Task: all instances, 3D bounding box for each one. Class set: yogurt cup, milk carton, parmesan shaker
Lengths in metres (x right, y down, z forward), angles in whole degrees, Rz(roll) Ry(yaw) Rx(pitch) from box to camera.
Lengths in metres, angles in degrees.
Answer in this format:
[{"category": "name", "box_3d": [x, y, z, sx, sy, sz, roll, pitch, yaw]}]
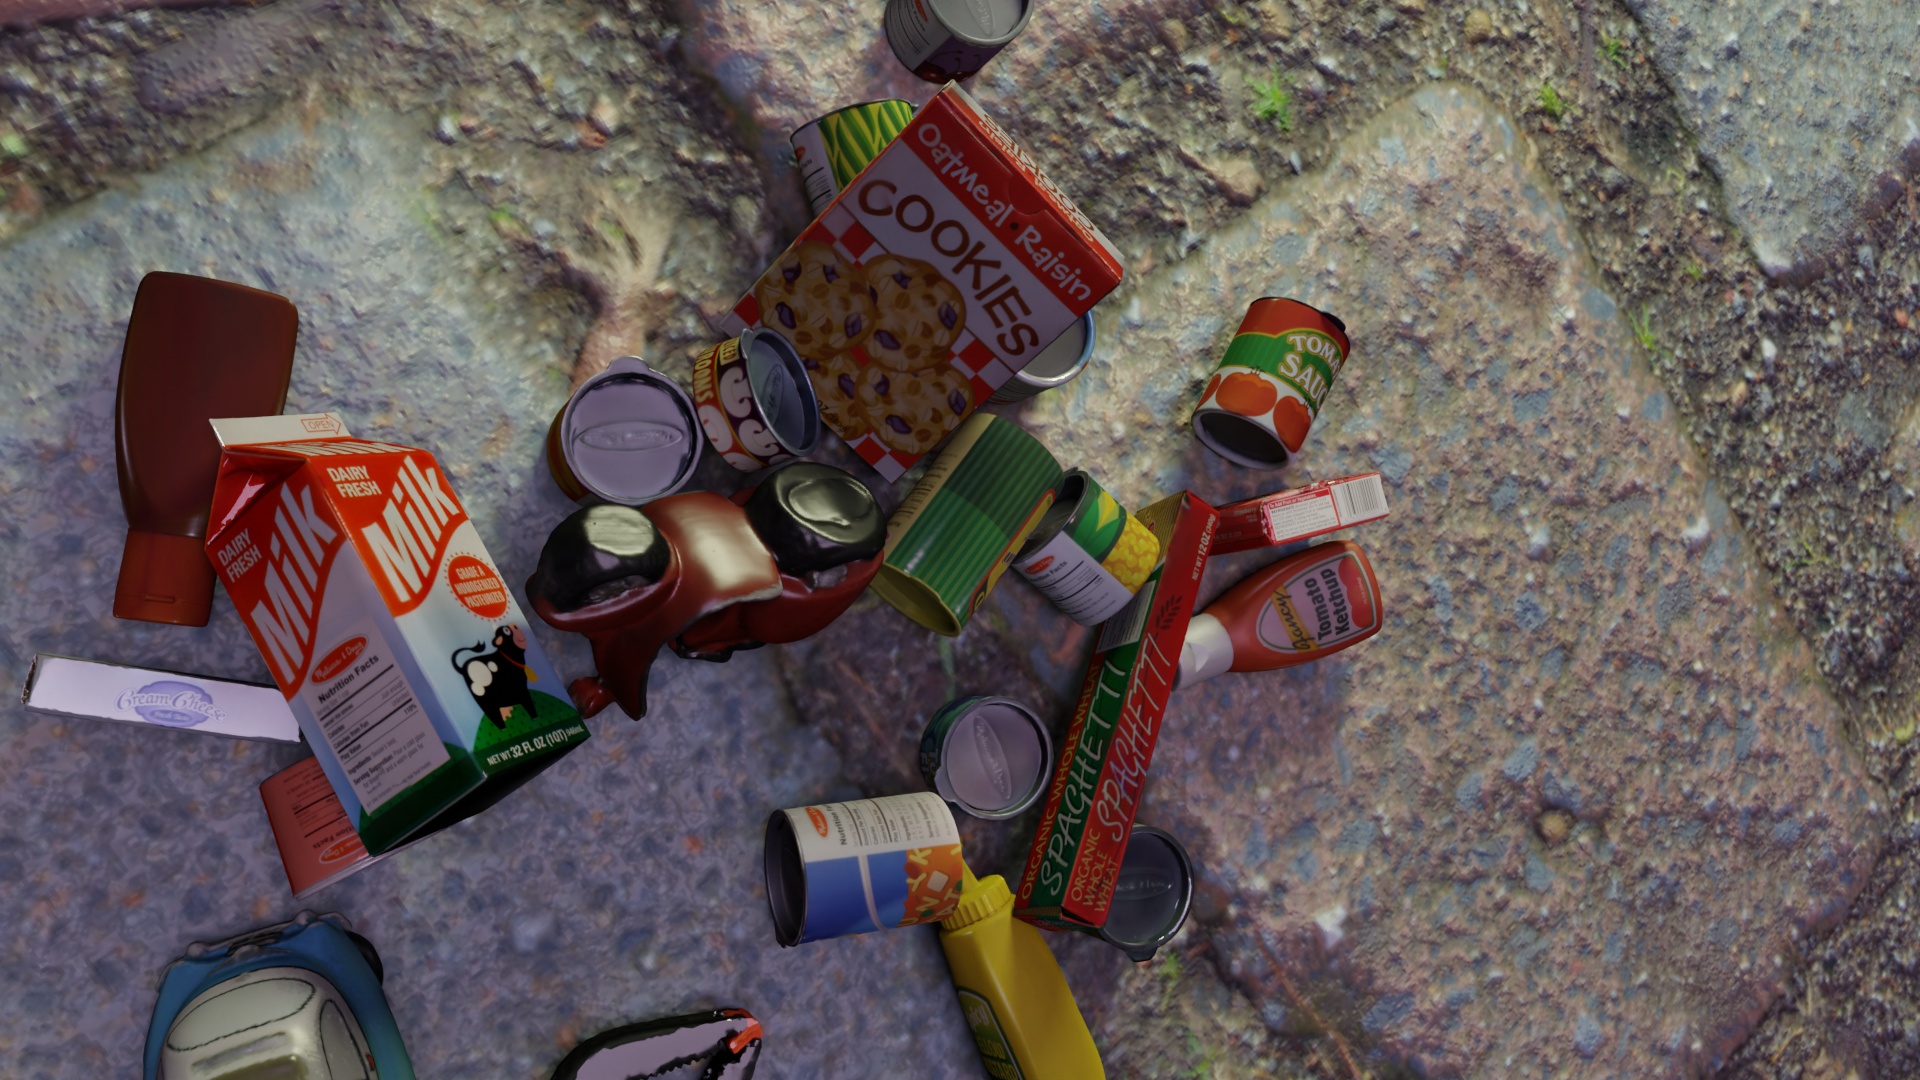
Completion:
[{"category": "yogurt cup", "box_3d": [-0.268, 0.118, 0.607, 0.072, 0.072, 0.054, -26, 88, -24]}, {"category": "milk carton", "box_3d": [-0.247, 0.027, 0.591, 0.073, 0.072, 0.190, -34, 84, 20]}, {"category": "parmesan shaker", "box_3d": [0.003, -0.009, 0.734, 0.071, 0.071, 0.103, 42, 71, -16]}]

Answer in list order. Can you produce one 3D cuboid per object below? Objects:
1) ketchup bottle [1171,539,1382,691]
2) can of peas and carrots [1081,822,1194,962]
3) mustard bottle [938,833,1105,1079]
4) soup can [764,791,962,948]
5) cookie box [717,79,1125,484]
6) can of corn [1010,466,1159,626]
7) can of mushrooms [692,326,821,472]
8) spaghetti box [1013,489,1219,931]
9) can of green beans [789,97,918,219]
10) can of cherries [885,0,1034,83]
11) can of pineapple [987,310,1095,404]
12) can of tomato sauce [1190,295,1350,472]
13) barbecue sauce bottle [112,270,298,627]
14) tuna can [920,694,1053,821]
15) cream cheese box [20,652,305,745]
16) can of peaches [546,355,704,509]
[{"category": "ketchup bottle", "box_3d": [0.179, 0.049, 0.824, 0.149, 0.043, 0.064, -18, 93, -24]}, {"category": "can of peas and carrots", "box_3d": [0.085, 0.188, 0.760, 0.071, 0.058, 0.071, 2, 86, -24]}, {"category": "mustard bottle", "box_3d": [0.023, 0.230, 0.730, 0.049, 0.065, 0.160, -23, 88, -29]}, {"category": "soup can", "box_3d": [-0.050, 0.166, 0.700, 0.084, 0.071, 0.071, -2, 87, -25]}, {"category": "cookie box", "box_3d": [-0.020, -0.124, 0.691, 0.123, 0.167, 0.040, 43, 28, -15]}, {"category": "can of corn", "box_3d": [0.068, 0.003, 0.766, 0.058, 0.071, 0.071, 41, 71, -17]}, {"category": "can of mushrooms", "box_3d": [-0.100, -0.070, 0.675, 0.071, 0.033, 0.071, 50, 31, -45]}, {"category": "spaghetti box", "box_3d": [0.086, 0.088, 0.749, 0.028, 0.050, 0.251, 30, 63, -19]}, {"category": "can of green beans", "box_3d": [-0.049, -0.192, 0.729, 0.071, 0.071, 0.057, -19, 94, -24]}, {"category": "can of cherries", "box_3d": [0.001, -0.293, 0.765, 0.071, 0.058, 0.071, 2, 84, -24]}, {"category": "can of pineapple", "box_3d": [0.033, -0.114, 0.764, 0.071, 0.058, 0.071, 2, 85, -24]}, {"category": "can of tomato sauce", "box_3d": [0.185, -0.092, 0.823, 0.071, 0.071, 0.083, 35, 73, -18]}, {"category": "barbecue sauce bottle", "box_3d": [-0.333, -0.038, 0.602, 0.065, 0.043, 0.148, 10, 82, -23]}, {"category": "tuna can", "box_3d": [0.011, 0.117, 0.748, 0.071, 0.033, 0.071, 2, 85, -24]}, {"category": "cream cheese box", "box_3d": [-0.331, 0.068, 0.588, 0.104, 0.053, 0.024, 12, 79, -23]}, {"category": "can of peaches", "box_3d": [-0.163, -0.049, 0.671, 0.071, 0.058, 0.071, 2, 85, -23]}]
